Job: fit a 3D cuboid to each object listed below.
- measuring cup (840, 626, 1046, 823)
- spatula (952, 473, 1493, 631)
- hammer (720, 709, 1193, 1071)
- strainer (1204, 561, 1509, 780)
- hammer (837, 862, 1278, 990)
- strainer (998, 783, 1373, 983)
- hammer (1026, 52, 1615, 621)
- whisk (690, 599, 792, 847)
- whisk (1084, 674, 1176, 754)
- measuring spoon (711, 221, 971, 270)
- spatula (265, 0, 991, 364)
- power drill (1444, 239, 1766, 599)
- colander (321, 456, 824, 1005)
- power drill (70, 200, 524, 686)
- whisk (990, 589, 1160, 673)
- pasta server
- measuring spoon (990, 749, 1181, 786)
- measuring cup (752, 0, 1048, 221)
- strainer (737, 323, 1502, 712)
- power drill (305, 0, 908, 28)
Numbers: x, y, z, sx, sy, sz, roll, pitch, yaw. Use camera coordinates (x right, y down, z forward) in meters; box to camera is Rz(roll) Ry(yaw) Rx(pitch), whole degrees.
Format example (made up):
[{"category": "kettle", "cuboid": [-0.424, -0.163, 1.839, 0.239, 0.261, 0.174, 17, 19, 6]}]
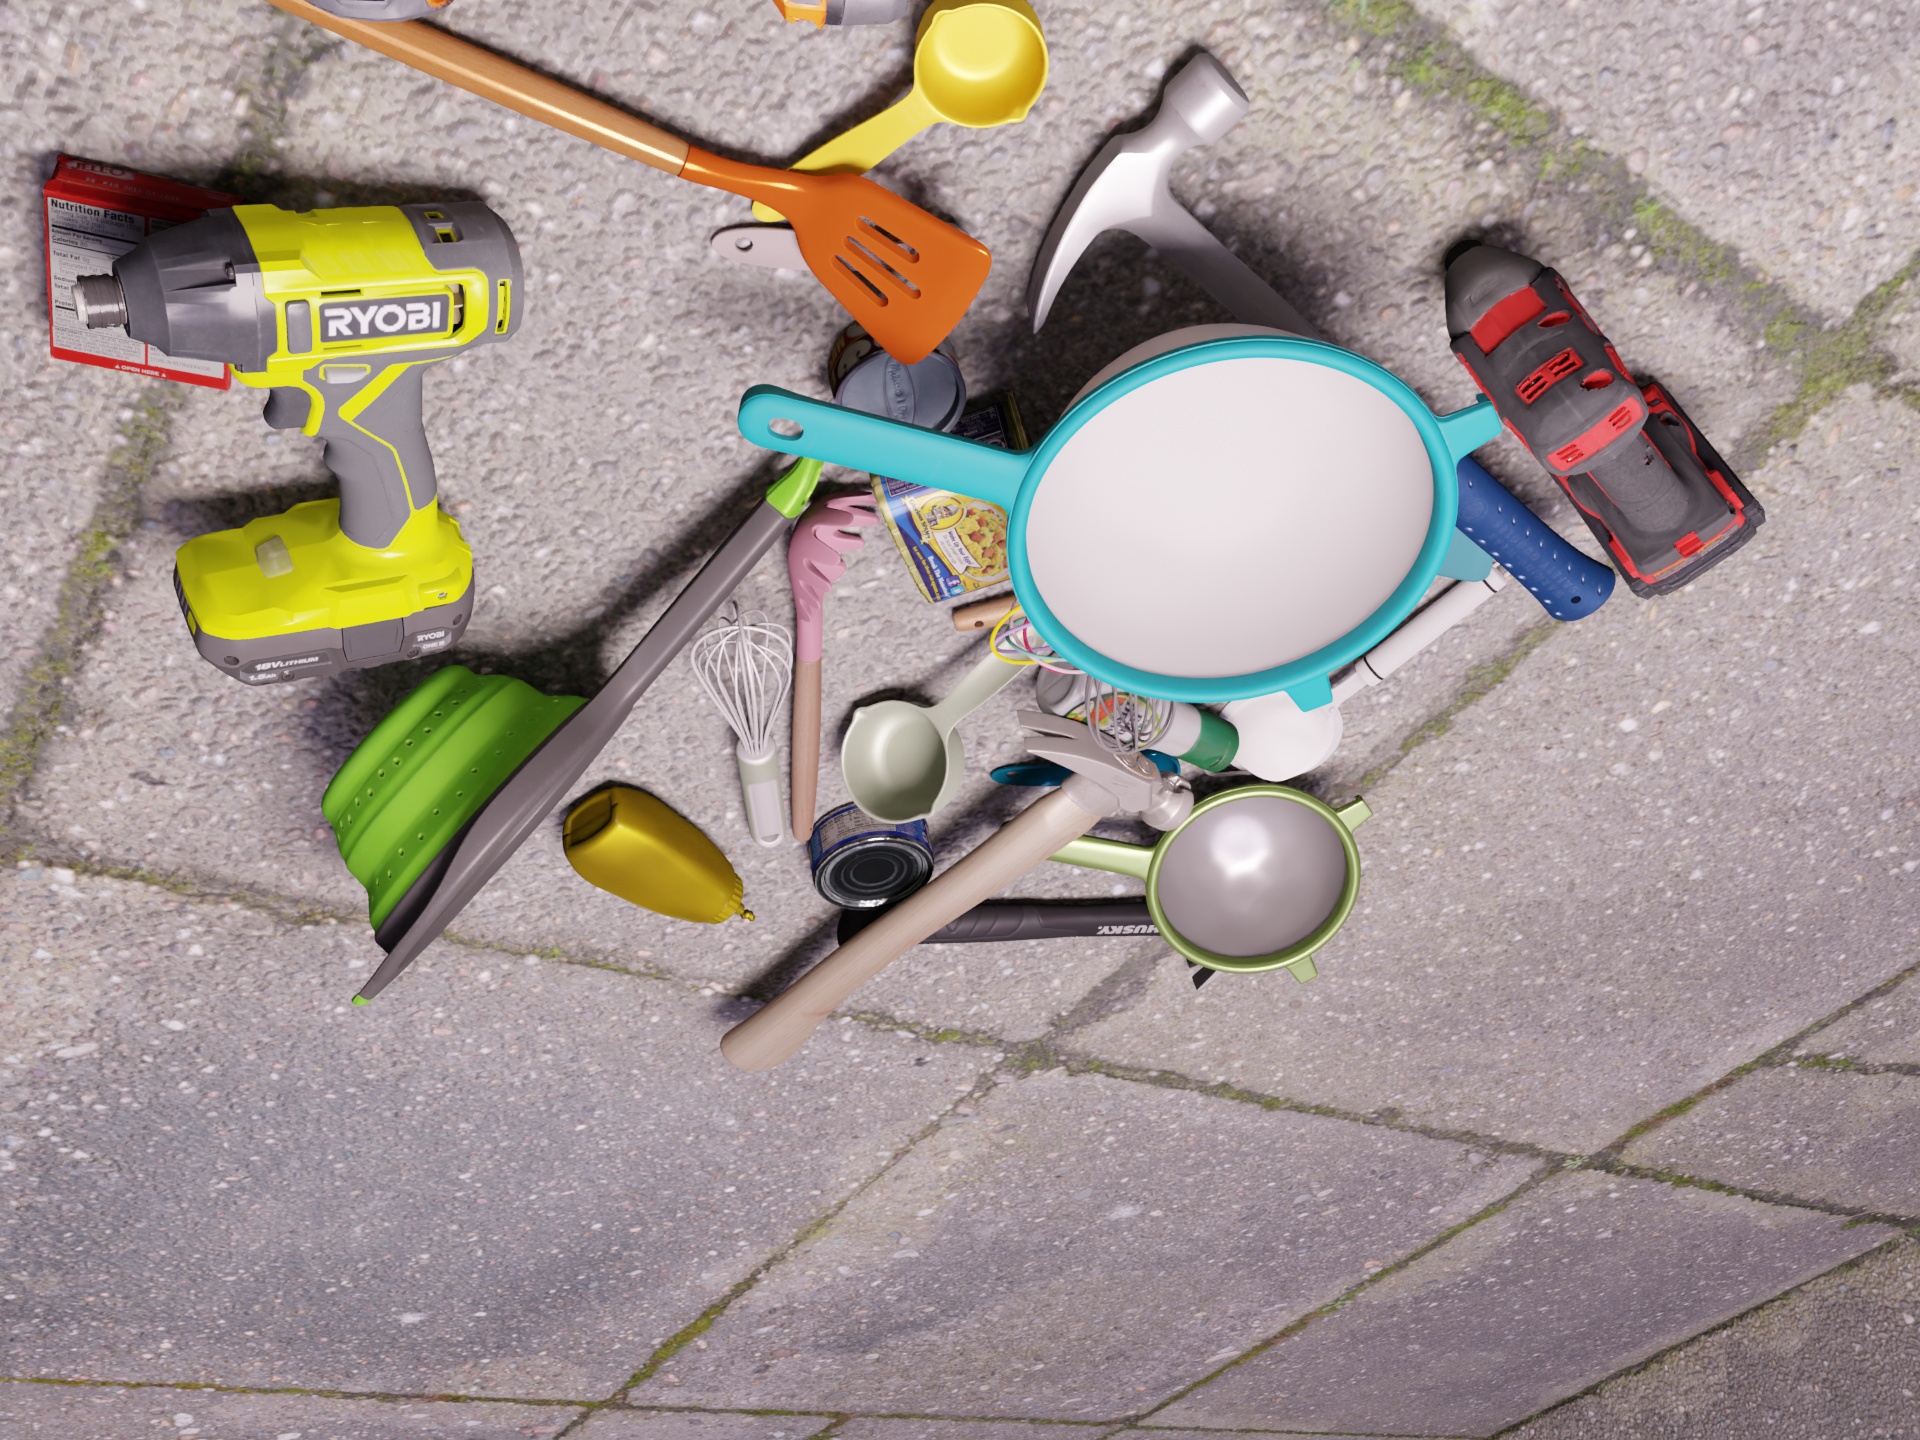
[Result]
[{"category": "measuring cup", "cuboid": [-0.002, -0.003, 0.976, 0.167, 0.083, 0.038, -42, 164, 19]}, {"category": "spatula", "cuboid": [0.151, -0.089, 0.934, 0.317, 0.044, 0.082, -13, 135, 2]}, {"category": "hammer", "cuboid": [-0.038, 0.133, 1.088, 0.146, 0.038, 0.410, 25, 128, -37]}, {"category": "strainer", "cuboid": [0.261, -0.027, 1.042, 0.086, 0.050, 0.258, 36, 117, -25]}, {"category": "hammer", "cuboid": [0.073, 0.155, 1.201, 0.334, 0.035, 0.146, 0, 137, -16]}, {"category": "strainer", "cuboid": [0.152, 0.092, 1.131, 0.256, 0.069, 0.151, 10, 113, -4]}, {"category": "hammer", "cuboid": [0.209, -0.161, 0.831, 0.405, 0.035, 0.144, 31, 124, -30]}, {"category": "whisk", "cuboid": [-0.124, 0.012, 0.963, 0.058, 0.059, 0.246, -11, 148, -9]}, {"category": "whisk", "cuboid": [0.095, -0.079, 0.899, 0.055, 0.055, 0.238, -8, 123, -7]}, {"category": "measuring spoon", "cuboid": [-0.054, -0.224, 0.747, 0.124, 0.018, 0.034, 2, 140, -7]}, {"category": "spatula", "cuboid": [-0.140, -0.240, 0.670, 0.322, 0.041, 0.081, 16, 145, -26]}, {"category": "power drill", "cuboid": [0.328, -0.162, 0.834, 0.078, 0.143, 0.219, -38, 141, 25]}, {"category": "colander", "cuboid": [-0.229, -0.021, 0.866, 0.094, 0.204, 0.397, 41, 103, -6]}, {"category": "power drill", "cuboid": [-0.294, -0.125, 0.718, 0.171, 0.080, 0.223, -14, 144, -31]}, {"category": "whisk", "cuboid": [0.125, -0.058, 0.873, 0.245, 0.051, 0.047, -8, 112, -28]}, {"category": "pasta server", "cuboid": [-0.085, -0.019, 0.953, 0.040, 0.060, 0.316, 22, 141, 10]}, {"category": "measuring spoon", "cuboid": [0.084, 0.030, 1.078, 0.128, 0.021, 0.042, -1, 140, 0]}, {"category": "measuring cup", "cuboid": [-0.031, -0.267, 0.699, 0.156, 0.029, 0.062, -23, 139, 29]}, {"category": "strainer", "cuboid": [0.064, -0.127, 0.764, 0.340, 0.095, 0.210, 12, 132, -11]}, {"category": "power drill", "cuboid": [-0.128, -0.329, 0.552, 0.226, 0.084, 0.164, -1, 138, -9]}]
